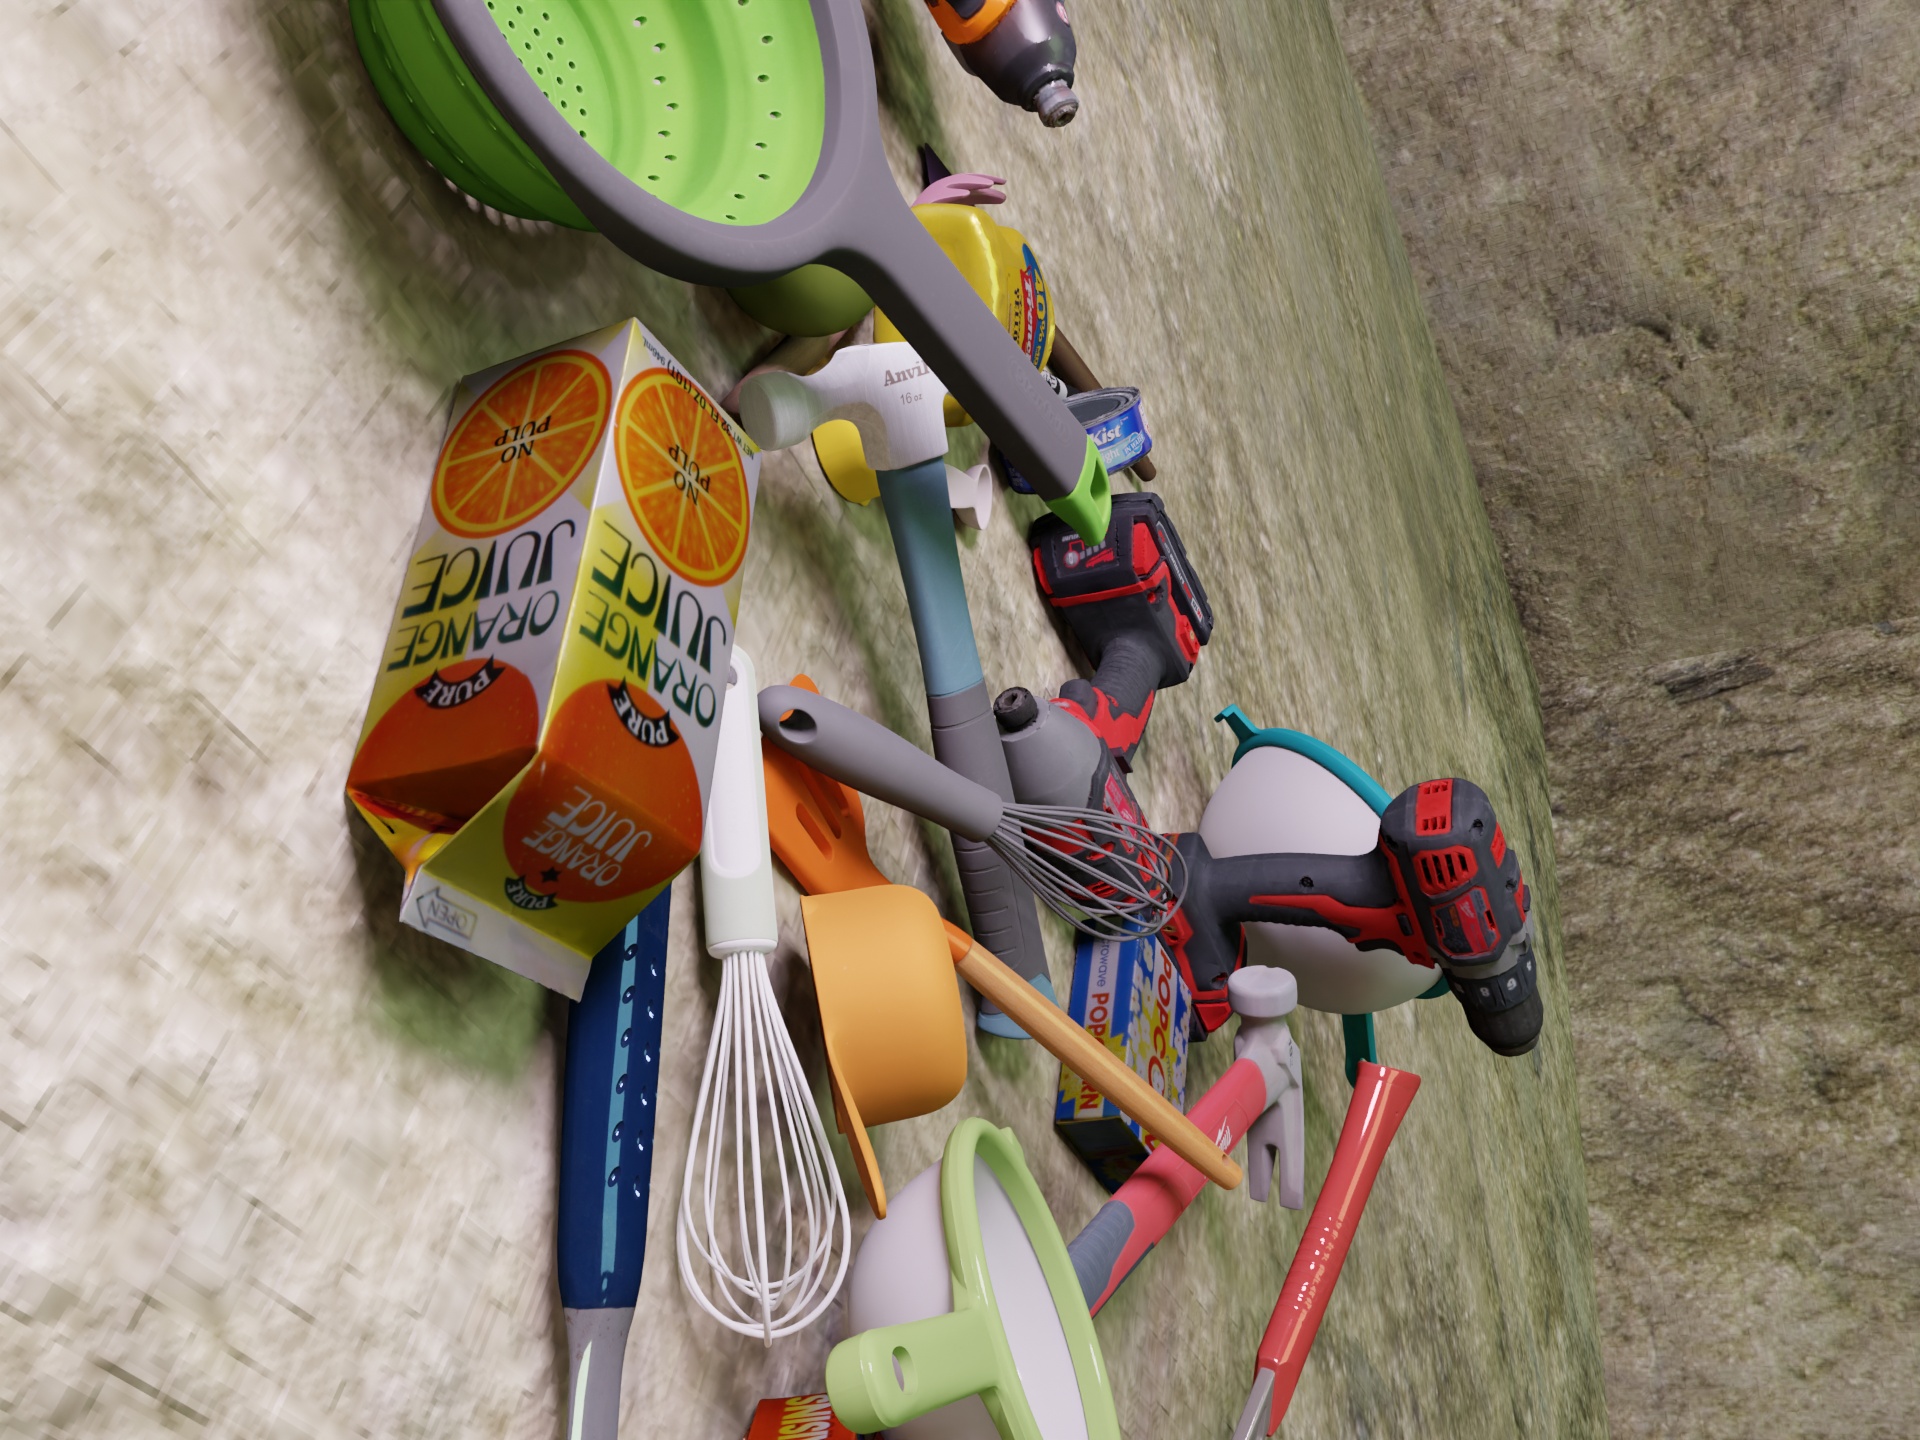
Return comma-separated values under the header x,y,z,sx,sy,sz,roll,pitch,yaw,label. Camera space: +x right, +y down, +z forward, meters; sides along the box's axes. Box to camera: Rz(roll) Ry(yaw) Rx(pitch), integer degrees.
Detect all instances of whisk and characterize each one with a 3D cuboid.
x,y,z,sx,sy,sz,roll,pitch,yaw,label
0.011,0.038,0.666,0.238,0.055,0.055,28,52,-35,whisk
-0.076,0.087,0.555,0.059,0.058,0.246,109,-25,-69,whisk

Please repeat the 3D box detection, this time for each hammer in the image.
x,y,z,sx,sy,sz,roll,pitch,yaw,label
-0.001,-0.002,0.700,0.128,0.033,0.330,-24,114,-31,hammer
0.081,0.253,0.752,0.386,0.038,0.143,-25,114,-55,hammer
0.179,0.335,0.855,0.359,0.037,0.149,-54,139,-37,hammer
-0.108,0.180,0.457,0.144,0.035,0.406,34,50,-56,hammer

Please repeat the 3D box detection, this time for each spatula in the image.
x,y,z,sx,sy,sz,roll,pitch,yaw,label
0.023,0.111,0.688,0.322,0.041,0.081,42,39,-20,spatula
0.057,-0.236,0.991,0.315,0.018,0.060,41,35,-51,spatula

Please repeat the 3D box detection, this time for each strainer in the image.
x,y,z,sx,sy,sz,roll,pitch,yaw,label
0.236,0.165,1.086,0.095,0.211,0.340,-32,130,-19,strainer
-0.013,0.208,0.512,0.256,0.069,0.152,45,25,-67,strainer

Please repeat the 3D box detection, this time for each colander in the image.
x,y,z,sx,sy,sz,roll,pitch,yaw,label
-0.079,-0.184,0.563,0.396,0.094,0.205,44,46,-38,colander

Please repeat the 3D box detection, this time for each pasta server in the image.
x,y,z,sx,sy,sz,roll,pitch,yaw,label
-0.043,-0.195,0.746,0.316,0.040,0.060,-61,172,-51,pasta server

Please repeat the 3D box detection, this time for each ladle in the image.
x,y,z,sx,sy,sz,roll,pitch,yaw,label
-0.062,-0.293,0.732,0.078,0.062,0.320,35,44,-35,ladle

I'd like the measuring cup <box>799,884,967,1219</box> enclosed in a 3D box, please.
x,y,z,sx,sy,sz,roll,pitch,yaw,label
-0.020,0.116,0.550,0.174,0.052,0.095,-127,-152,-70,measuring cup

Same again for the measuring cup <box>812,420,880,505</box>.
x,y,z,sx,sy,sz,roll,pitch,yaw,label
-0.024,-0.150,0.773,0.156,0.029,0.062,-46,121,-58,measuring cup

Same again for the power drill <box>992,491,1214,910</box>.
x,y,z,sx,sy,sz,roll,pitch,yaw,label
0.072,-0.019,0.872,0.143,0.078,0.220,57,35,-36,power drill

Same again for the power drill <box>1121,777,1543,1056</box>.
x,y,z,sx,sy,sz,roll,pitch,yaw,label
0.219,0.131,0.927,0.187,0.227,0.080,63,30,-29,power drill

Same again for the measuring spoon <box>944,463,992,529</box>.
x,y,z,sx,sy,sz,roll,pitch,yaw,label
-0.008,-0.115,0.791,0.124,0.018,0.034,-8,102,-73,measuring spoon

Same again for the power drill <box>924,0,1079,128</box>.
x,y,z,sx,sy,sz,roll,pitch,yaw,label
-0.026,-0.367,0.746,0.226,0.084,0.164,-10,69,-59,power drill
